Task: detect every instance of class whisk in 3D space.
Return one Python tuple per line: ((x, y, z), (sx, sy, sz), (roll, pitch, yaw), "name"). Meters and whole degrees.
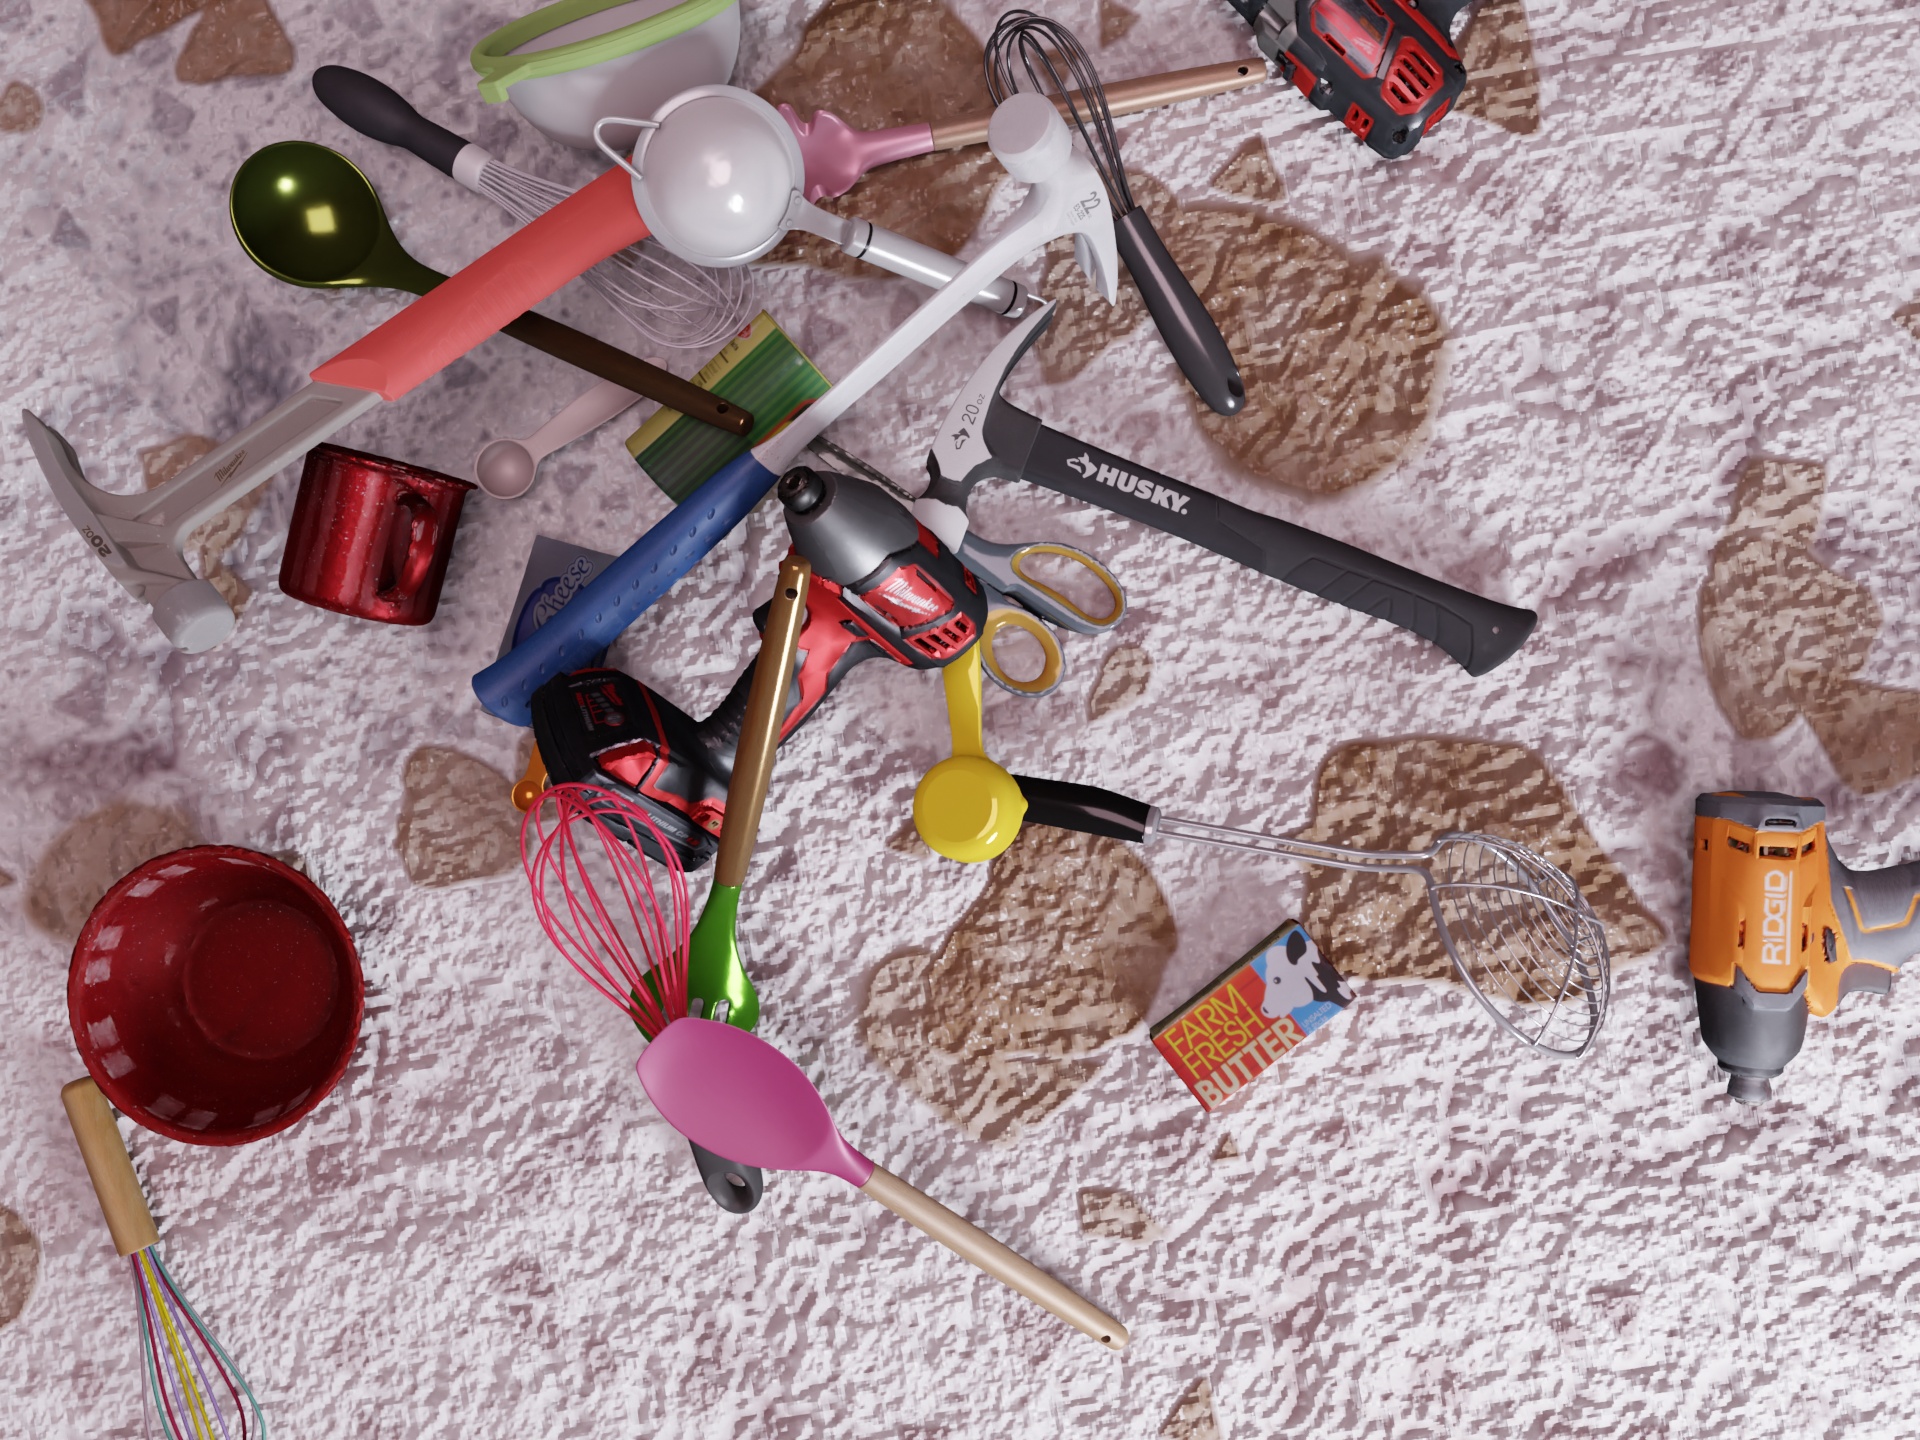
((-0.446, 0.313, 0.881), (0.051, 0.047, 0.245), (-23, 86, 3), "whisk")
((-0.150, 0.148, 0.804), (0.073, 0.073, 0.295), (-13, 122, 2), "whisk")
((-0.238, -0.284, 0.866), (0.284, 0.070, 0.070), (31, 91, 7), "whisk")
((0.086, -0.264, 0.841), (0.055, 0.055, 0.239), (-33, 102, 2), "whisk")

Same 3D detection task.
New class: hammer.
((-0.087, -0.135, 0.803), (0.405, 0.144, 0.035), (-39, 67, 12), "hammer")
((0.149, -0.107, 0.854), (0.335, 0.035, 0.146), (21, 83, 0), "hammer")
((-0.278, -0.194, 0.793), (0.359, 0.036, 0.149), (-38, 77, -8), "hammer")

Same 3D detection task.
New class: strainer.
((-0.060, -0.251, 0.813), (0.258, 0.050, 0.087), (13, 111, -30), "strainer")
((-0.125, -0.358, 0.841), (0.256, 0.152, 0.069), (-17, 125, -1), "strainer")

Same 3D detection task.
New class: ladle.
((-0.247, -0.220, 0.833), (0.320, 0.062, 0.078), (26, 75, 15), "ladle")

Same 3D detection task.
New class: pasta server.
((0.011, -0.324, 0.863), (0.316, 0.040, 0.060), (-11, 100, 1), "pasta server")

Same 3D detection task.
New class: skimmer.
((0.160, 0.090, 0.846), (0.363, 0.127, 0.090), (10, 127, 14), "skimmer")

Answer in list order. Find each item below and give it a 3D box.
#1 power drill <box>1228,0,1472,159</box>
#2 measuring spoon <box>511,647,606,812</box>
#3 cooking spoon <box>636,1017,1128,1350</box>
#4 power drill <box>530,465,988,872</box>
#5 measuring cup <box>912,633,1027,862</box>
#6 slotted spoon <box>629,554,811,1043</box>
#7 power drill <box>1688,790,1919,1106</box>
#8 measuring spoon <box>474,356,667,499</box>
((0.240, -0.436, 0.837), (0.188, 0.080, 0.226), (45, 95, 2), "power drill")
((-0.221, -0.003, 0.888), (0.021, 0.011, 0.117), (21, 87, 10), "measuring spoon")
((-0.030, 0.247, 0.822), (0.318, 0.017, 0.068), (38, 105, -18), "cooking spoon")
((-0.104, -0.031, 0.807), (0.219, 0.143, 0.079), (-38, 49, 9), "power drill")
((-0.001, -0.003, 0.843), (0.062, 0.029, 0.156), (-6, 83, 17), "measuring cup")
((-0.114, 0.059, 0.800), (0.070, 0.031, 0.313), (11, 119, -10), "slotted spoon")
((0.497, 0.123, 0.824), (0.226, 0.084, 0.164), (3, 91, 7), "power drill")
((-0.215, -0.164, 0.887), (0.124, 0.018, 0.034), (-35, 87, -5), "measuring spoon")
